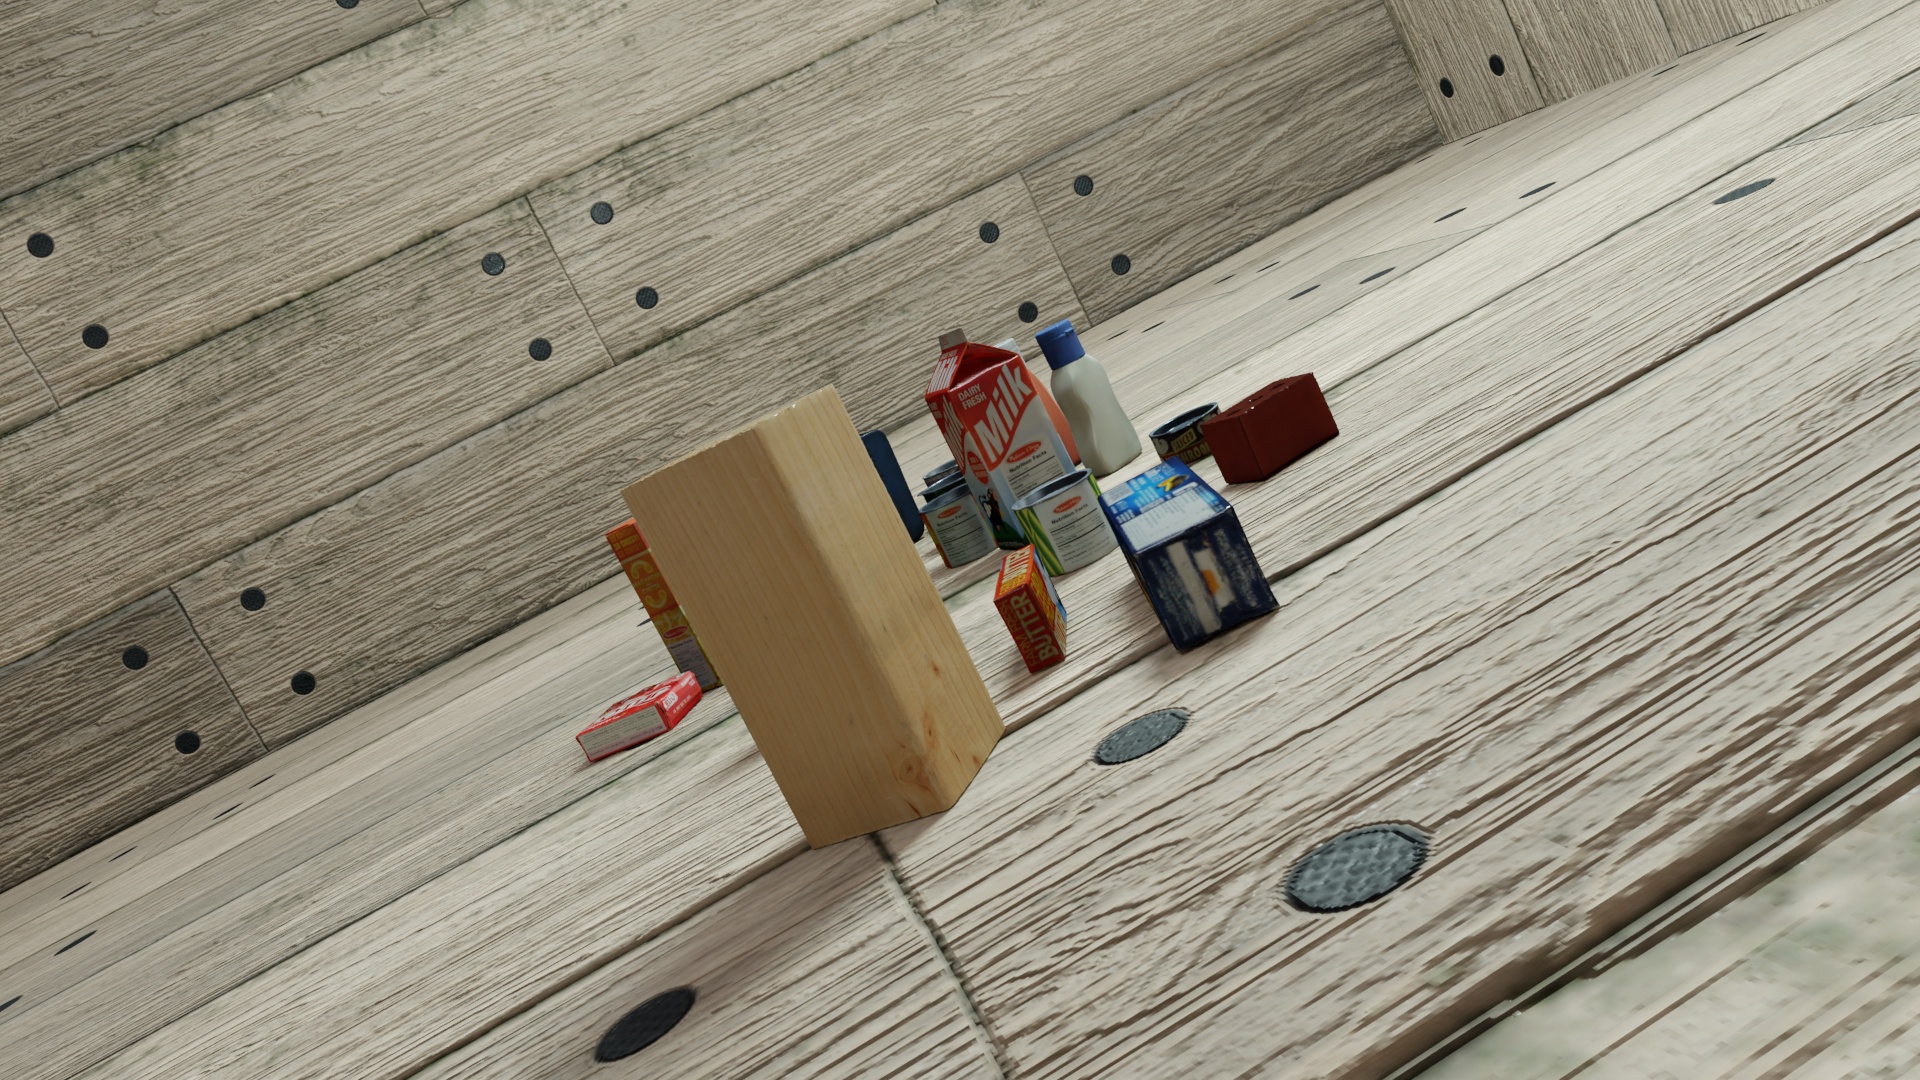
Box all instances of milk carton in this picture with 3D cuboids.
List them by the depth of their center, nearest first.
[{"bbox_3d":[0.033,-0.092,1.180,0.073,0.190,0.072,-29,9,-16],"label":"milk carton"}]

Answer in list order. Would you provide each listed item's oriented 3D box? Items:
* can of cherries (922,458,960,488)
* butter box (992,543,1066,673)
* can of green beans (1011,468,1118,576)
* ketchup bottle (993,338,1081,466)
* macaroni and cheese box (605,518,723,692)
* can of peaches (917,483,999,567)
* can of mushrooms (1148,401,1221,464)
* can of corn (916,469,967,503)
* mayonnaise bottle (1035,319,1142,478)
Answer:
[{"bbox_3d":[0.002,-0.056,1.480,0.071,0.058,0.071,-26,9,5],"label":"can of cherries"},{"bbox_3d":[0.044,0.040,0.852,0.024,0.053,0.104,-25,9,10],"label":"butter box"},{"bbox_3d":[0.080,-0.013,1.032,0.071,0.057,0.071,-26,9,5],"label":"can of green beans"},{"bbox_3d":[0.072,-0.139,1.461,0.064,0.148,0.044,-19,12,42],"label":"ketchup bottle"},{"bbox_3d":[-0.240,0.041,1.282,0.040,0.166,0.124,-22,10,28],"label":"macaroni and cheese box"},{"bbox_3d":[0.004,-0.016,1.253,0.071,0.058,0.071,-26,9,5],"label":"can of peaches"},{"bbox_3d":[0.199,-0.090,1.201,0.071,0.033,0.071,-26,9,5],"label":"can of mushrooms"},{"bbox_3d":[0.002,-0.034,1.362,0.071,0.058,0.071,-26,9,5],"label":"can of corn"},{"bbox_3d":[0.119,-0.137,1.323,0.041,0.148,0.065,-17,13,48],"label":"mayonnaise bottle"}]
